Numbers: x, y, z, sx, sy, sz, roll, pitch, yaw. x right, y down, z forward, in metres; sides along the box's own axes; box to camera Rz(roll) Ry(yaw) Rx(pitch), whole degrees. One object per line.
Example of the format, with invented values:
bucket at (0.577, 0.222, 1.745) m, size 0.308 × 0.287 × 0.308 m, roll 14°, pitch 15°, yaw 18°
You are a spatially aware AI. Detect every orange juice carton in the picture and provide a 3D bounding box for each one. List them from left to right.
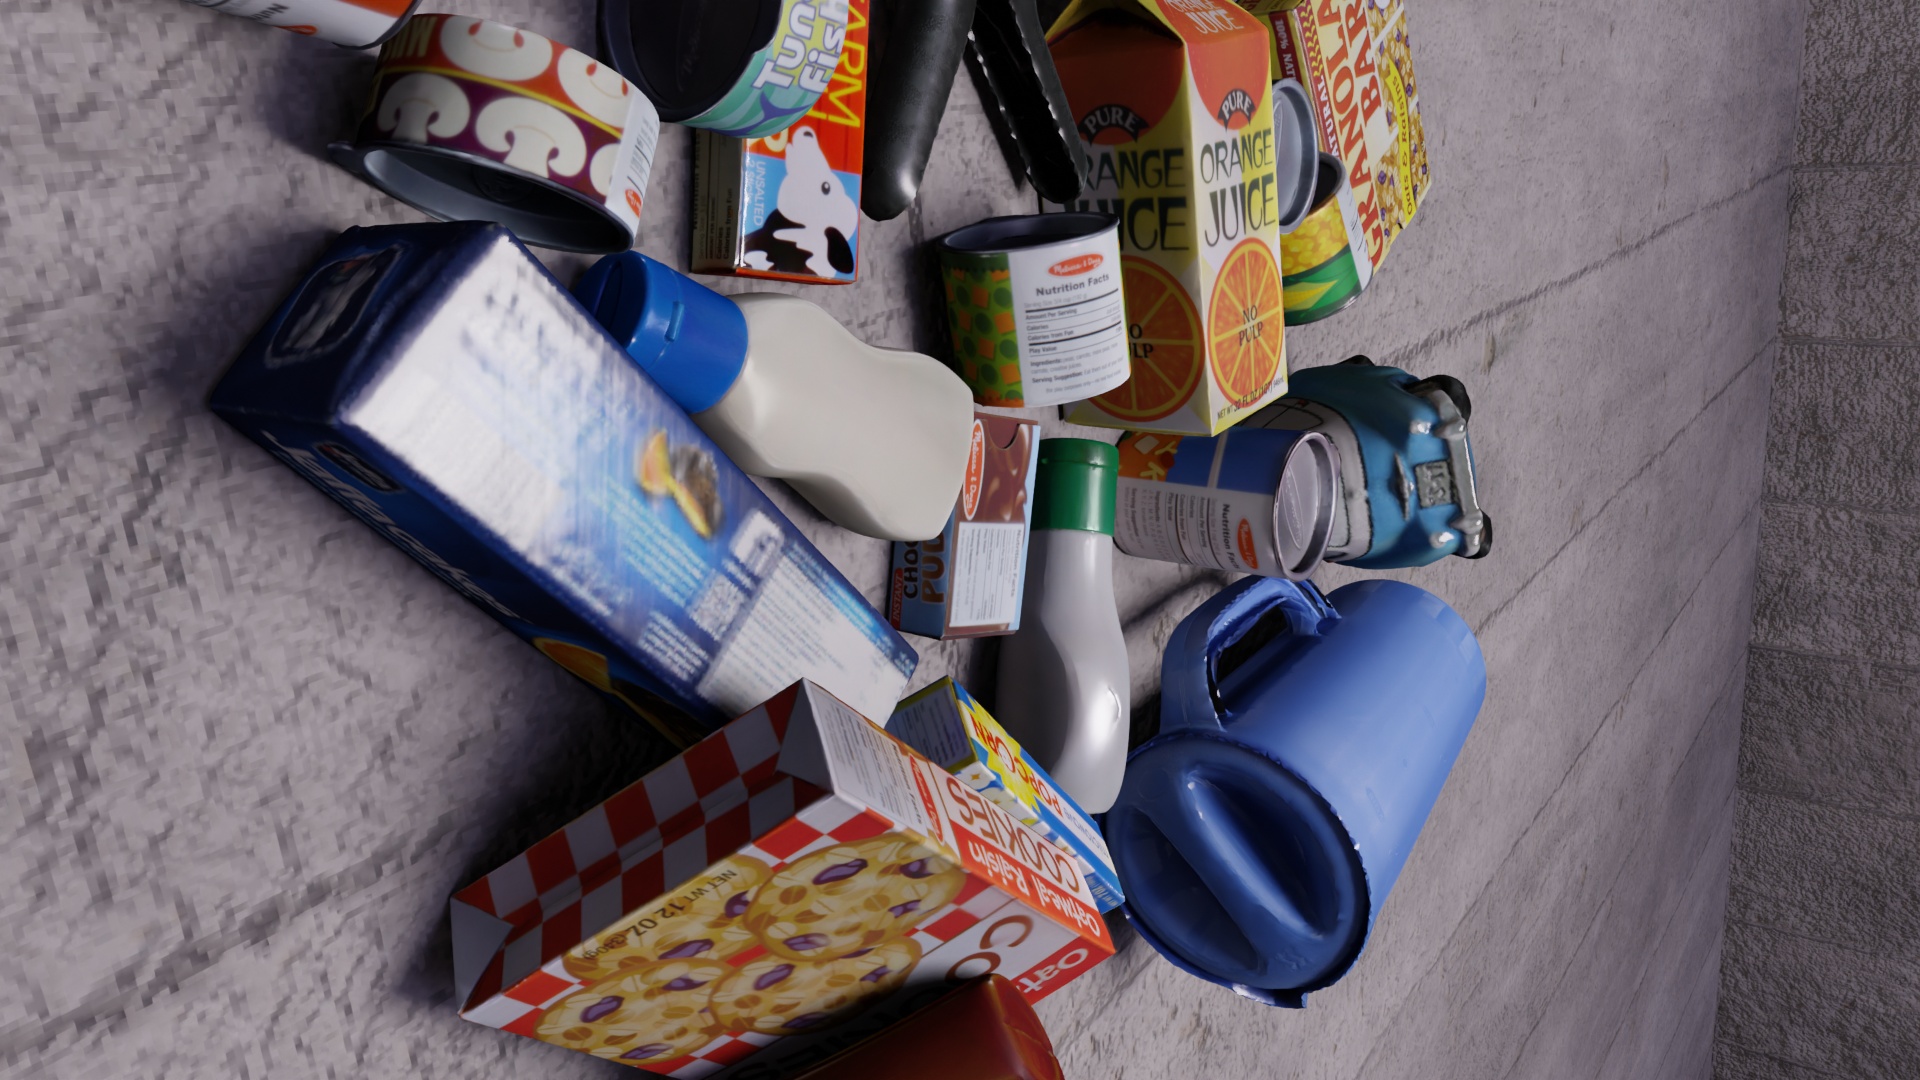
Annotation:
orange juice carton at (0.081, -0.145, 0.564) m, size 0.072 × 0.073 × 0.192 m, roll -29°, pitch 118°, yaw -46°

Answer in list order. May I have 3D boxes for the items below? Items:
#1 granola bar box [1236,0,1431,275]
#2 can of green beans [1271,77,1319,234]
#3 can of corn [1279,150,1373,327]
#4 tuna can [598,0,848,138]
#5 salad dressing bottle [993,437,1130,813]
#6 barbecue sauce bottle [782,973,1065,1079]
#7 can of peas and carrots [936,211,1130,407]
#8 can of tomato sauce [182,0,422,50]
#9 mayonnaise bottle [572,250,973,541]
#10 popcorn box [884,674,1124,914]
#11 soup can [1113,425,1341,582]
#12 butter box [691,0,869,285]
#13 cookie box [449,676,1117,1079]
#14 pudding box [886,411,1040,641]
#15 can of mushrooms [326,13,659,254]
granola bar box at (0.200, -0.227, 0.731) m, size 0.125 × 0.039 × 0.164 m, roll -52°, pitch 133°, yaw -33°
can of green beans at (0.120, -0.171, 0.622) m, size 0.071 × 0.058 × 0.071 m, roll -14°, pitch 108°, yaw -51°
can of corn at (0.158, -0.146, 0.674) m, size 0.071 × 0.071 × 0.058 m, roll -56°, pitch 136°, yaw -29°
tuna can at (-0.063, -0.144, 0.377) m, size 0.033 × 0.071 × 0.071 m, roll -6°, pitch 102°, yaw -53°
salad dressing bottle at (0.042, 0.034, 0.560) m, size 0.044 × 0.064 × 0.147 m, roll 8°, pitch 82°, yaw -31°
barbecue sauce bottle at (-0.043, 0.183, 0.418) m, size 0.148 × 0.044 × 0.064 m, roll -28°, pitch 146°, yaw 3°
can of peas and carrots at (0.027, -0.086, 0.513) m, size 0.071 × 0.071 × 0.058 m, roll -31°, pitch 121°, yaw -46°
can of tomato sauce at (-0.151, -0.140, 0.266) m, size 0.083 × 0.071 × 0.071 m, roll -1°, pitch 97°, yaw -52°
mayonnaise bottle at (-0.054, -0.045, 0.433) m, size 0.148 × 0.041 × 0.065 m, roll 23°, pitch 77°, yaw -51°
popcorn box at (-0.006, 0.109, 0.488) m, size 0.126 × 0.085 × 0.038 m, roll 50°, pitch 14°, yaw -45°
soup can at (0.119, -0.021, 0.628) m, size 0.071 × 0.084 × 0.071 m, roll -15°, pitch 109°, yaw -51°
butter box at (-0.055, -0.132, 0.428) m, size 0.053 × 0.024 × 0.103 m, roll -5°, pitch 101°, yaw -51°
cookie box at (-0.044, 0.118, 0.417) m, size 0.167 × 0.123 × 0.040 m, roll 43°, pitch 18°, yaw -48°
pudding box at (0.002, -0.007, 0.521) m, size 0.050 × 0.030 × 0.083 m, roll 1°, pitch 96°, yaw -52°
can of mushrooms at (-0.109, -0.096, 0.331) m, size 0.071 × 0.071 × 0.033 m, roll 19°, pitch 82°, yaw -53°
